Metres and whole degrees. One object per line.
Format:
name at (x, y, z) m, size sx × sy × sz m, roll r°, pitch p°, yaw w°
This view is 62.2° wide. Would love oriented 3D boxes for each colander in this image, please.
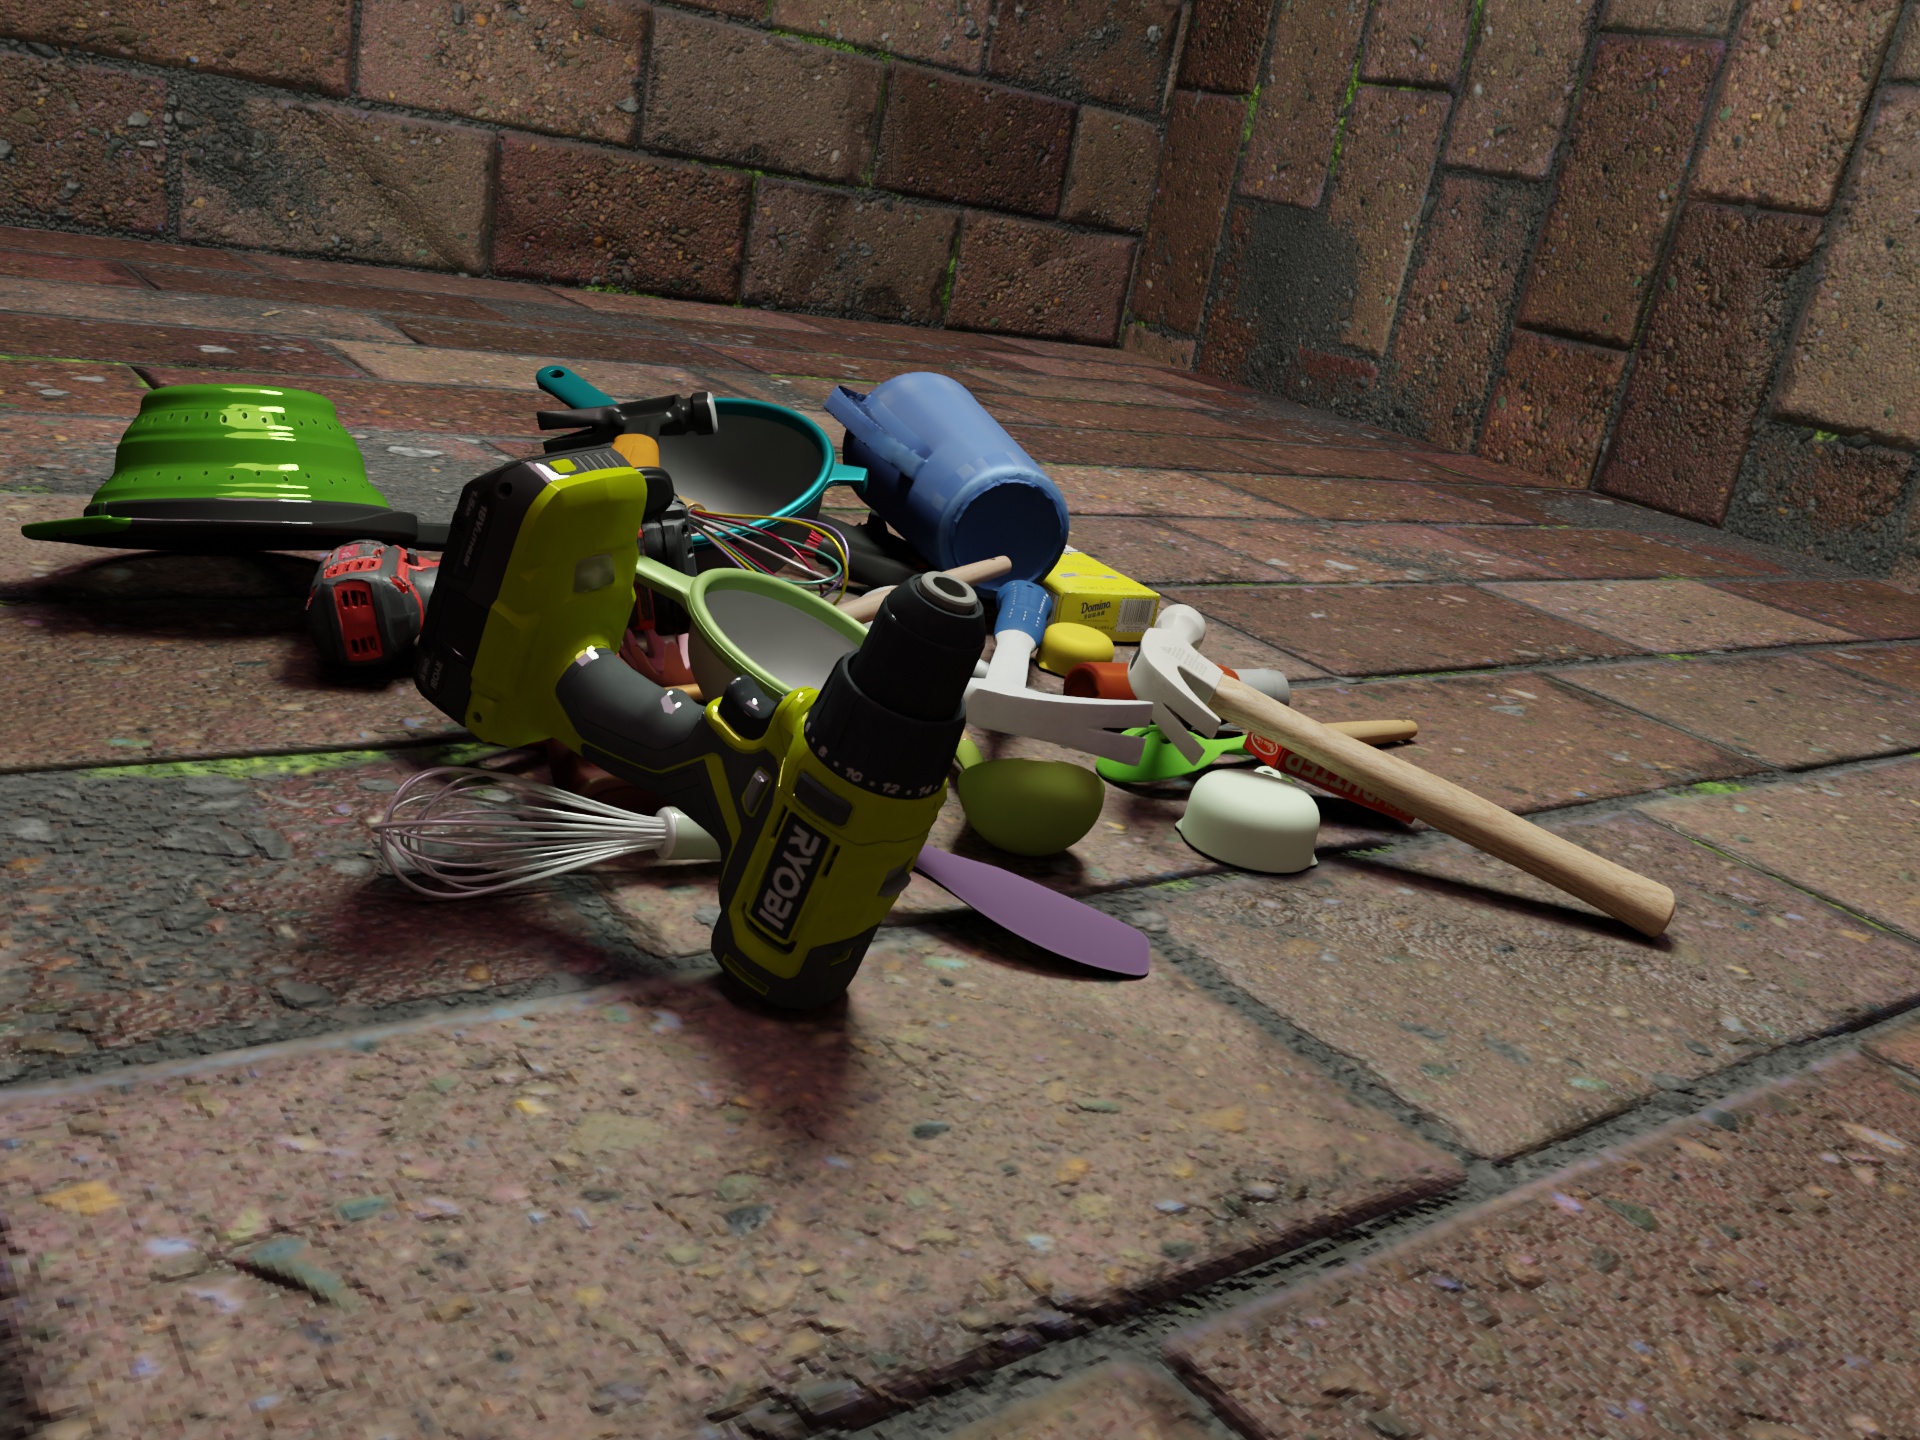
colander at (-0.402, -0.162, 1.060) m, size 0.204 × 0.094 × 0.397 m, roll 1°, pitch 4°, yaw 34°

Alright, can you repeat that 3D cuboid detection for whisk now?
whisk at (-0.127, -0.146, 1.289) m, size 0.296 × 0.073 × 0.073 m, roll 24°, pitch 22°, yaw 20°
whisk at (-0.144, 0.052, 0.734) m, size 0.246 × 0.058 × 0.059 m, roll 3°, pitch -10°, yaw -34°
whisk at (-0.160, -0.121, 1.032) m, size 0.245 × 0.047 × 0.051 m, roll 25°, pitch 48°, yaw 37°

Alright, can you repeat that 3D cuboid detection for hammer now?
hammer at (0.039, -0.044, 0.986) m, size 0.144 × 0.035 × 0.405 m, roll 13°, pitch 13°, yaw 2°
hammer at (0.247, 0.035, 0.907) m, size 0.331 × 0.031 × 0.130 m, roll 27°, pitch 30°, yaw 7°
hammer at (-0.215, -0.169, 1.011) m, size 0.127 × 0.034 × 0.337 m, roll -9°, pitch 19°, yaw -7°

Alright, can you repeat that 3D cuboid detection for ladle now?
ladle at (-0.001, -0.003, 0.942) m, size 0.078 × 0.062 × 0.320 m, roll 14°, pitch 16°, yaw -23°

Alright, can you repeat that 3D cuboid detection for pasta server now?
pasta server at (-0.084, -0.074, 1.054) m, size 0.316 × 0.040 × 0.060 m, roll -21°, pitch 25°, yaw -37°

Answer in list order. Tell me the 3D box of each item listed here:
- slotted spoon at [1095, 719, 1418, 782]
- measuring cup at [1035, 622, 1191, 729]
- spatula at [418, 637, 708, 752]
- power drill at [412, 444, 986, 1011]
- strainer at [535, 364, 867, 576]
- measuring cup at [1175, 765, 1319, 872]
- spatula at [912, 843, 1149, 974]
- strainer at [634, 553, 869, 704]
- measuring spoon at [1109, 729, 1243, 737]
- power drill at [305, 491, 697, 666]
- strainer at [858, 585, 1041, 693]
slotted spoon at (0.212, 0.013, 1.065) m, size 0.313 × 0.031 × 0.070 m, roll -4°, pitch 13°, yaw -40°
measuring cup at (0.114, -0.034, 1.139) m, size 0.062 × 0.029 × 0.157 m, roll -4°, pitch 24°, yaw -37°
spatula at (-0.160, -0.018, 0.928) m, size 0.322 × 0.041 × 0.081 m, roll -8°, pitch 49°, yaw -47°
power drill at (-0.103, -0.016, 0.646) m, size 0.229 × 0.190 × 0.080 m, roll 34°, pitch 29°, yaw 17°
strainer at (-0.233, -0.178, 1.213) m, size 0.211 × 0.095 × 0.341 m, roll -28°, pitch 43°, yaw -27°
measuring cup at (0.179, 0.041, 0.946) m, size 0.083 × 0.038 × 0.167 m, roll 15°, pitch 20°, yaw 12°
spatula at (-0.056, 0.050, 0.745) m, size 0.316 × 0.018 × 0.060 m, roll 24°, pitch 21°, yaw 0°
strainer at (-0.145, -0.041, 0.890) m, size 0.256 × 0.069 × 0.152 m, roll 27°, pitch 22°, yaw -12°
measuring spoon at (0.145, 0.012, 1.059) m, size 0.116 × 0.011 × 0.021 m, roll 0°, pitch -3°, yaw -35°
power drill at (-0.275, -0.087, 0.961) m, size 0.219 × 0.078 × 0.143 m, roll -10°, pitch 18°, yaw -15°
strainer at (-0.003, -0.044, 1.094) m, size 0.087 × 0.050 × 0.259 m, roll -15°, pitch 35°, yaw -41°
